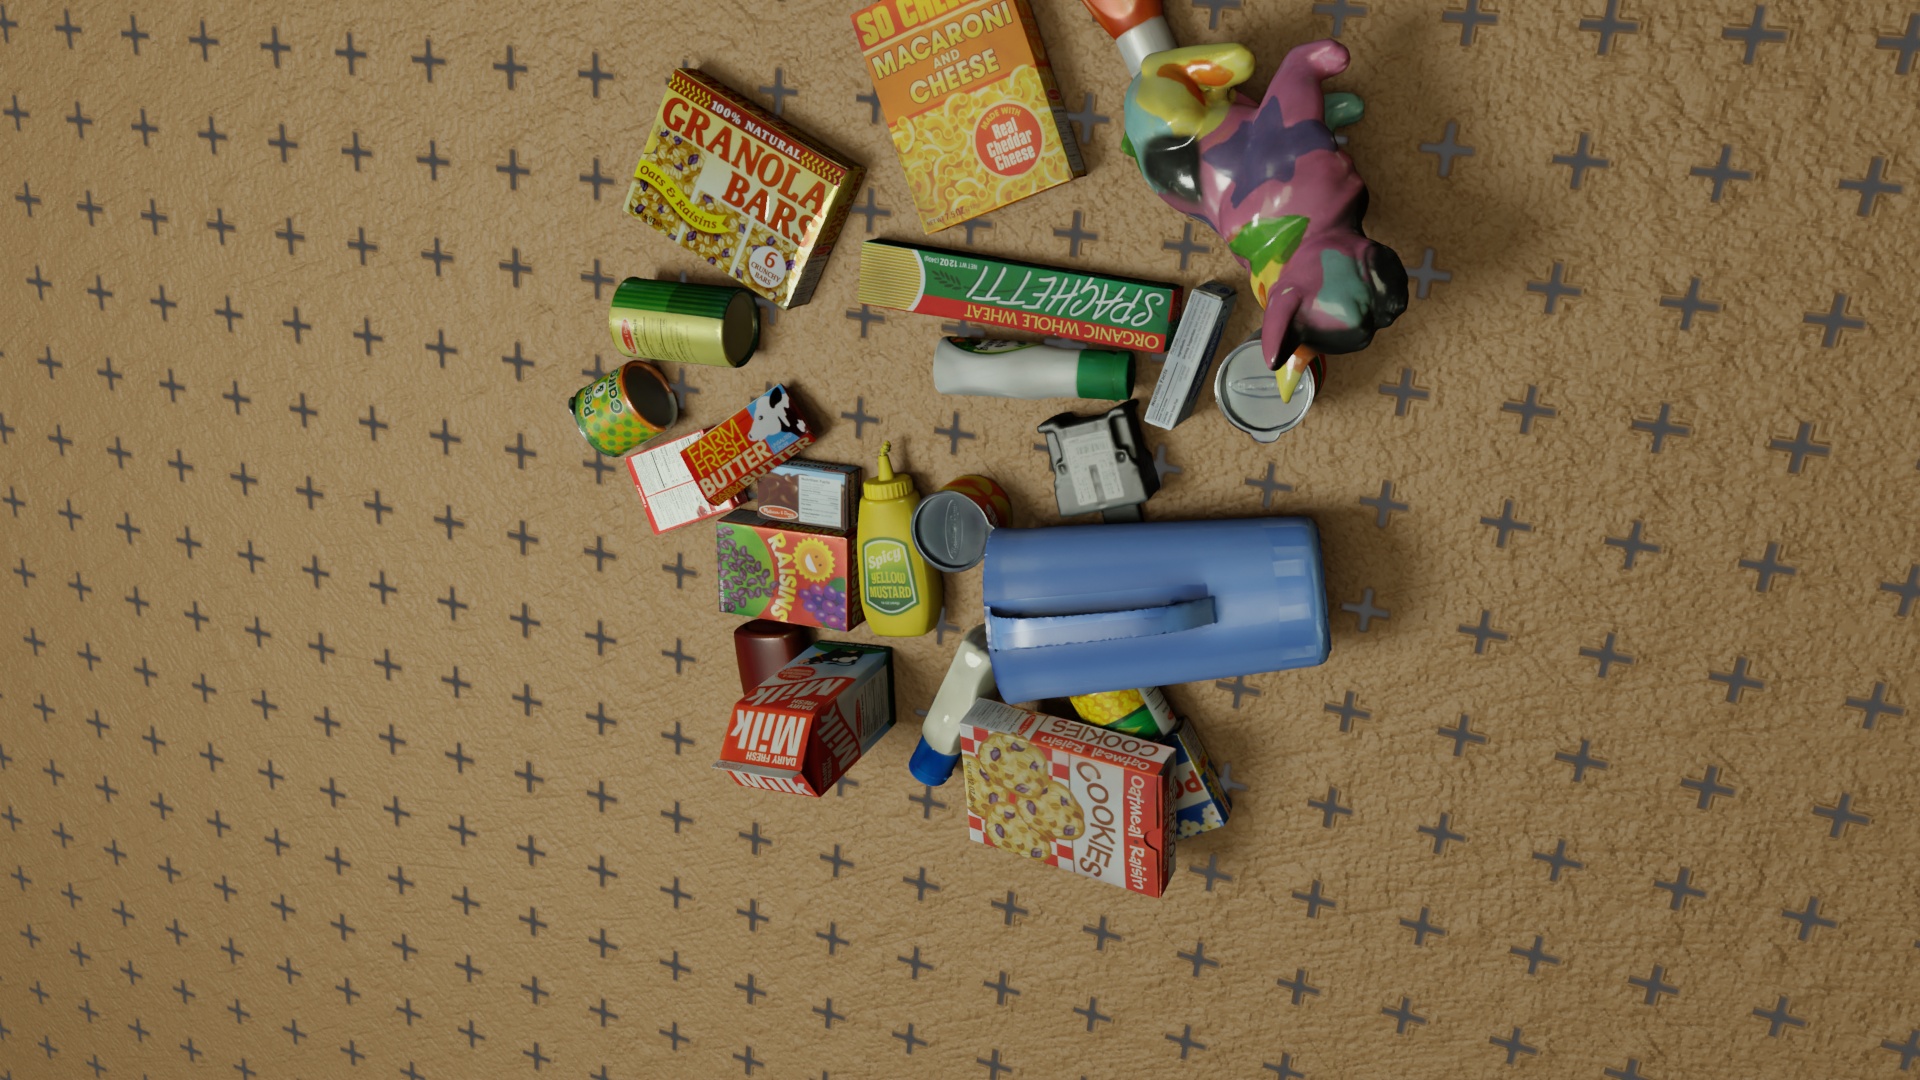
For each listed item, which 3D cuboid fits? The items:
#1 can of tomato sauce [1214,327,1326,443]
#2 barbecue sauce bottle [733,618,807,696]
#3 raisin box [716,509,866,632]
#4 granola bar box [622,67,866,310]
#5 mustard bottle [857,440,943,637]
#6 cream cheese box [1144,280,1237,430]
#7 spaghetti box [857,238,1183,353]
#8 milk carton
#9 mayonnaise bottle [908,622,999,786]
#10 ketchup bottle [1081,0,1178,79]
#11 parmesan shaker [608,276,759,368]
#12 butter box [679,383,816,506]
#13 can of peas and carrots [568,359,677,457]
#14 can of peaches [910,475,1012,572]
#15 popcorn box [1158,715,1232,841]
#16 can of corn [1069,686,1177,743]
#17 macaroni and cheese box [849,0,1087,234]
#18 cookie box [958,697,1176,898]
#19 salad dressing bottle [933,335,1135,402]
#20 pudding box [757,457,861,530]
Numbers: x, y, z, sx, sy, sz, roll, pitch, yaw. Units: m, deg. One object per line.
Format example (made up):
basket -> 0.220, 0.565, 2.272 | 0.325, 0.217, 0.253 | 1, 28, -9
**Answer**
can of tomato sauce -> 0.219, -0.112, 0.970 | 0.071, 0.083, 0.071 | 6, 108, 19
barbecue sauce bottle -> -0.158, 0.145, 1.214 | 0.065, 0.044, 0.148 | 4, 108, 31
raisin box -> -0.143, 0.025, 1.175 | 0.123, 0.040, 0.085 | 7, 108, 20
granola bar box -> -0.173, -0.277, 1.095 | 0.166, 0.039, 0.123 | 32, 114, 9
mustard bottle -> -0.054, -0.002, 1.127 | 0.065, 0.049, 0.159 | -3, 105, 20
cream cheese box -> 0.166, -0.133, 1.000 | 0.024, 0.053, 0.103 | 24, 113, 15
spaghetti box -> 0.042, -0.186, 1.046 | 0.250, 0.029, 0.050 | 12, 111, 17
milk carton -> -0.123, 0.148, 1.119 | 0.072, 0.191, 0.073 | 4, 107, 20
mayonnaise bottle -> -0.001, 0.137, 1.143 | 0.041, 0.065, 0.147 | 35, 119, 18
ketchup bottle -> 0.107, -0.386, 0.952 | 0.064, 0.044, 0.148 | -22, 97, 26
parmesan shaker -> -0.223, -0.176, 1.132 | 0.103, 0.071, 0.071 | 8, 109, 18
butter box -> -0.174, -0.078, 1.137 | 0.103, 0.024, 0.053 | -34, 71, 4
can of peas and carrots -> -0.283, -0.112, 1.170 | 0.058, 0.071, 0.071 | -24, 96, 25
can of peaches -> 0.004, -0.014, 1.096 | 0.071, 0.058, 0.071 | 6, 107, 19
popcorn box -> 0.143, 0.204, 1.119 | 0.126, 0.038, 0.085 | -25, 96, 26
can of corn -> 0.125, 0.133, 1.088 | 0.071, 0.071, 0.058 | -27, 94, 26
macaroni and cheese box -> 0.006, -0.324, 1.012 | 0.123, 0.040, 0.166 | -15, 100, 24
cookie box -> 0.084, 0.200, 1.080 | 0.167, 0.040, 0.122 | 12, 124, 26
salad dressing bottle -> 0.055, -0.127, 1.040 | 0.148, 0.064, 0.044 | 6, 105, 17
pudding box -> -0.126, -0.041, 1.154 | 0.084, 0.030, 0.049 | 8, 110, 19
